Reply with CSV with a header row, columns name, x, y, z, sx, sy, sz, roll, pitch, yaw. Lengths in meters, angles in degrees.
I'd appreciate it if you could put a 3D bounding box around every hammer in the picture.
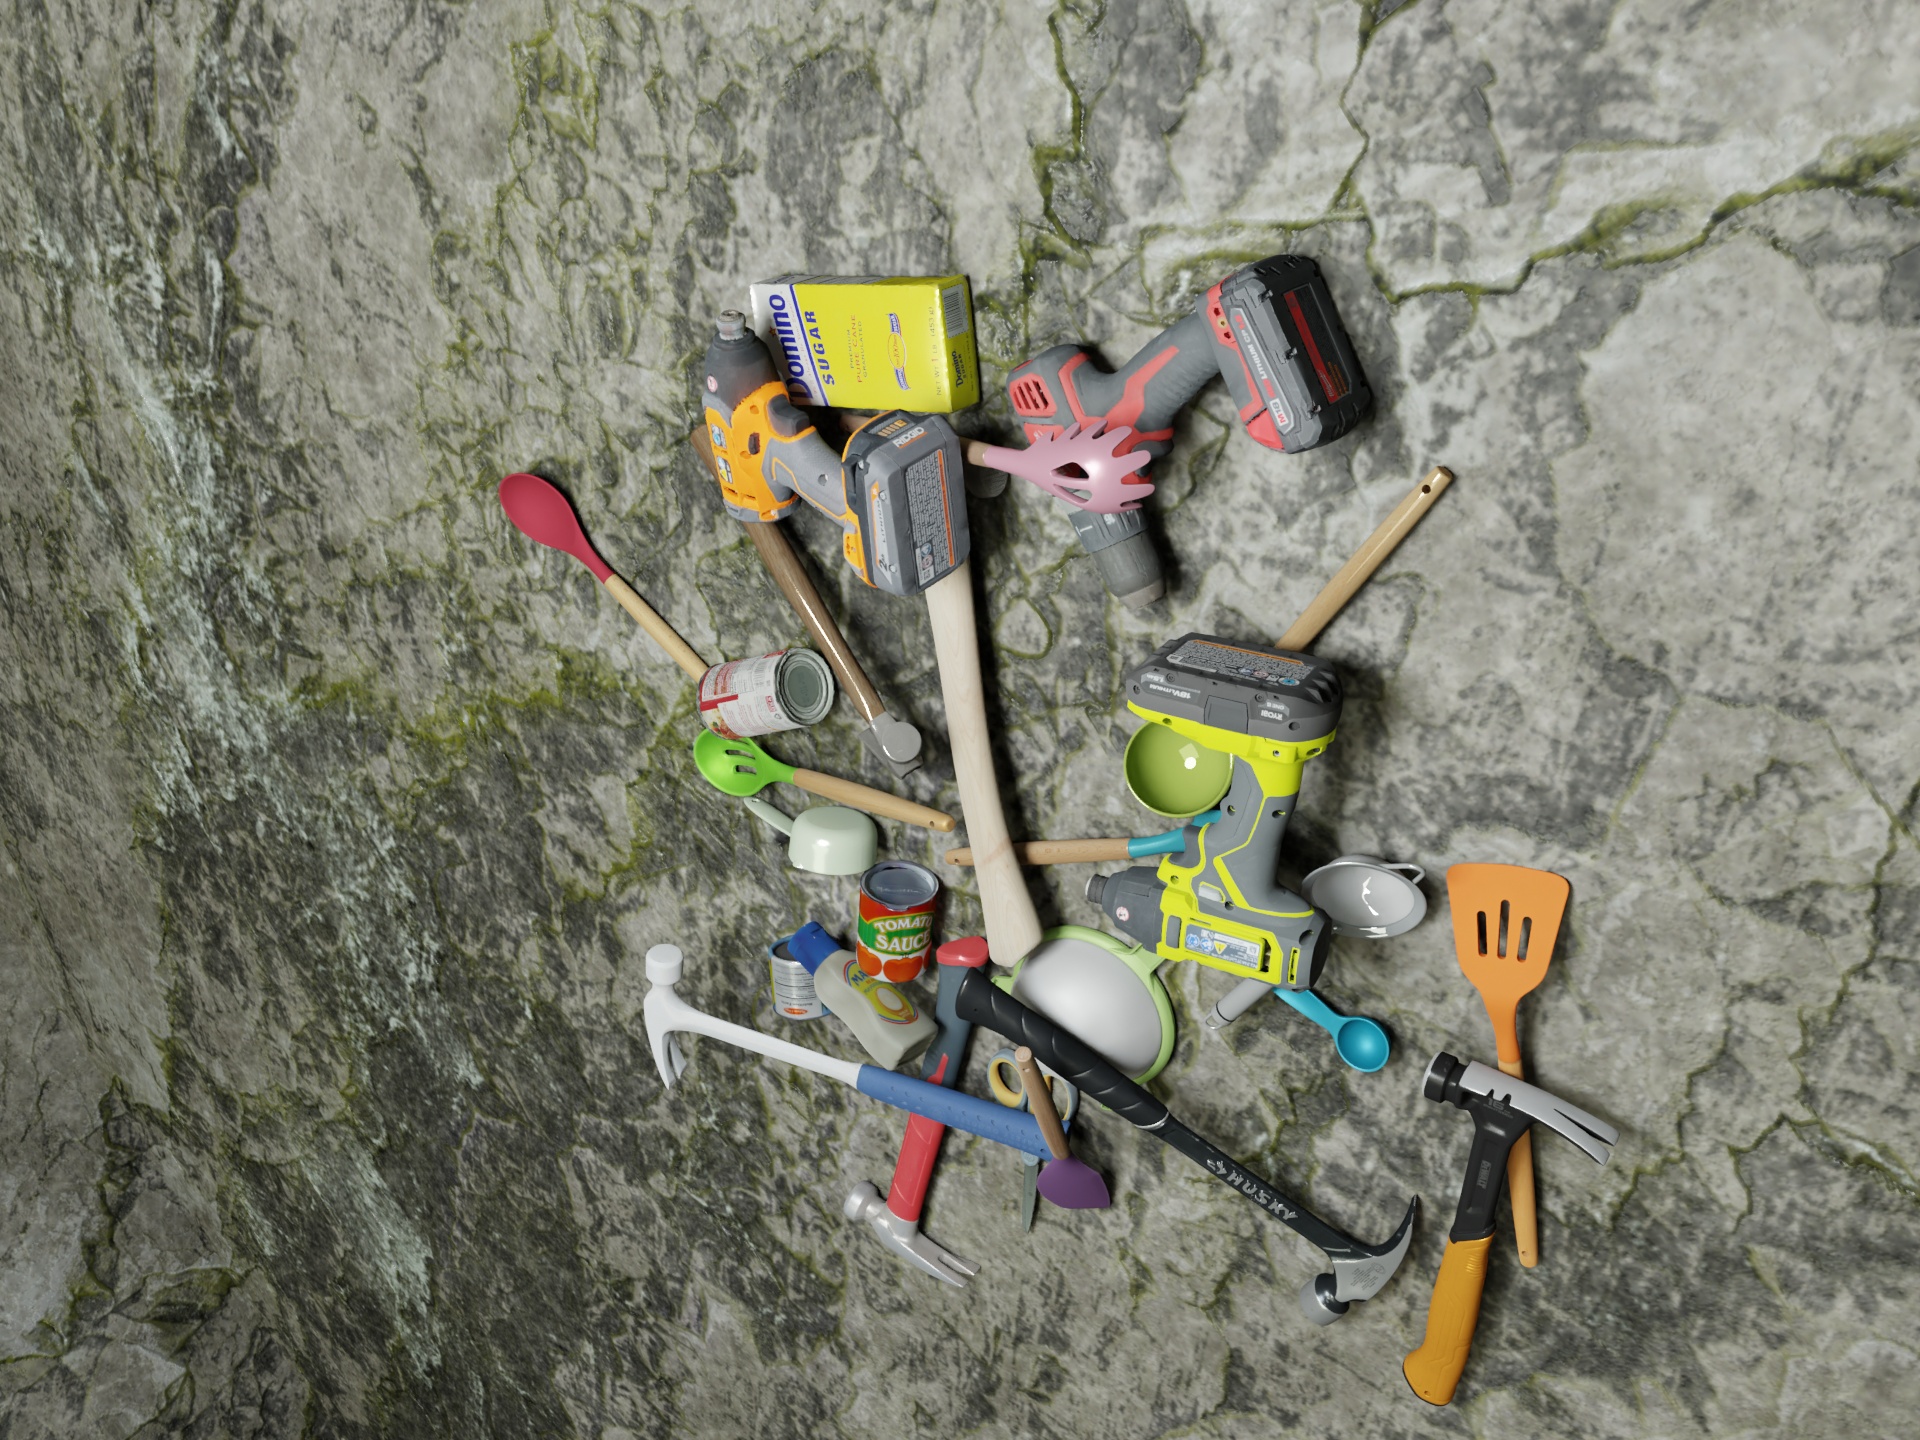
name,x,y,z,sx,sy,sz,roll,pitch,yaw
hammer,-0.124,-0.097,1.277,0.331,0.031,0.130,58,172,9
hammer,0.378,0.391,1.162,0.127,0.034,0.336,21,129,29
hammer,-0.099,0.317,1.414,0.405,0.035,0.144,15,120,15
hammer,-0.013,0.356,1.446,0.143,0.038,0.386,28,126,21
hammer,-0.002,-0.004,1.239,0.146,0.038,0.410,1,108,37
hammer,0.168,0.319,1.240,0.409,0.036,0.149,35,126,-1

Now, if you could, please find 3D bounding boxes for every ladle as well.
name,x,y,z,sx,sy,sz,roll,pitch,yaw
ladle,0.217,-0.048,1.069,0.078,0.062,0.320,48,129,15
ladle,-0.298,-0.109,1.430,0.315,0.031,0.069,45,133,7

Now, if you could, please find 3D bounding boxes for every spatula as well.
name,x,y,z,sx,sy,sz,roll,pitch,yaw
spatula,0.390,0.250,1.114,0.081,0.041,0.322,4,118,34
spatula,0.075,0.339,1.286,0.060,0.018,0.315,-5,142,10
spatula,0.106,0.105,1.231,0.317,0.044,0.082,-7,118,39

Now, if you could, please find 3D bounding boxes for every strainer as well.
name,x,y,z,sx,sy,sz,roll,pitch,yaw
strainer,0.118,0.216,1.260,0.151,0.069,0.256,45,132,9
strainer,0.249,0.159,1.151,0.087,0.050,0.258,28,132,-10

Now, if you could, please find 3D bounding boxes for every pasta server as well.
name,x,y,z,sx,sy,sz,roll,pitch,yaw
pasta server,0.011,-0.190,1.106,0.316,0.040,0.060,24,134,49

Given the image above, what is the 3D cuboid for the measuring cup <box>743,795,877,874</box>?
name,x,y,z,sx,sy,sz,roll,pitch,yaw
measuring cup,-0.138,0.085,1.393,0.168,0.083,0.038,27,118,42

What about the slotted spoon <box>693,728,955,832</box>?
name,x,y,z,sx,sy,sz,roll,pitch,yaw
slotted spoon,-0.119,0.055,1.348,0.314,0.031,0.070,14,120,43

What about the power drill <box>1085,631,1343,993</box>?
name,x,y,z,sx,sy,sz,roll,pitch,yaw
power drill,0.169,0.062,1.072,0.171,0.080,0.223,14,116,26

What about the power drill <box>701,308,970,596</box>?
name,x,y,z,sx,sy,sz,roll,pitch,yaw
power drill,-0.101,-0.196,1.141,0.227,0.084,0.164,29,141,36

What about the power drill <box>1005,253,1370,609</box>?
name,x,y,z,sx,sy,sz,roll,pitch,yaw
power drill,0.147,-0.183,1.040,0.227,0.080,0.188,-18,100,43

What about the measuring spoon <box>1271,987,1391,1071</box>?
name,x,y,z,sx,sy,sz,roll,pitch,yaw
measuring spoon,0.269,0.212,1.189,0.129,0.021,0.042,38,123,27
